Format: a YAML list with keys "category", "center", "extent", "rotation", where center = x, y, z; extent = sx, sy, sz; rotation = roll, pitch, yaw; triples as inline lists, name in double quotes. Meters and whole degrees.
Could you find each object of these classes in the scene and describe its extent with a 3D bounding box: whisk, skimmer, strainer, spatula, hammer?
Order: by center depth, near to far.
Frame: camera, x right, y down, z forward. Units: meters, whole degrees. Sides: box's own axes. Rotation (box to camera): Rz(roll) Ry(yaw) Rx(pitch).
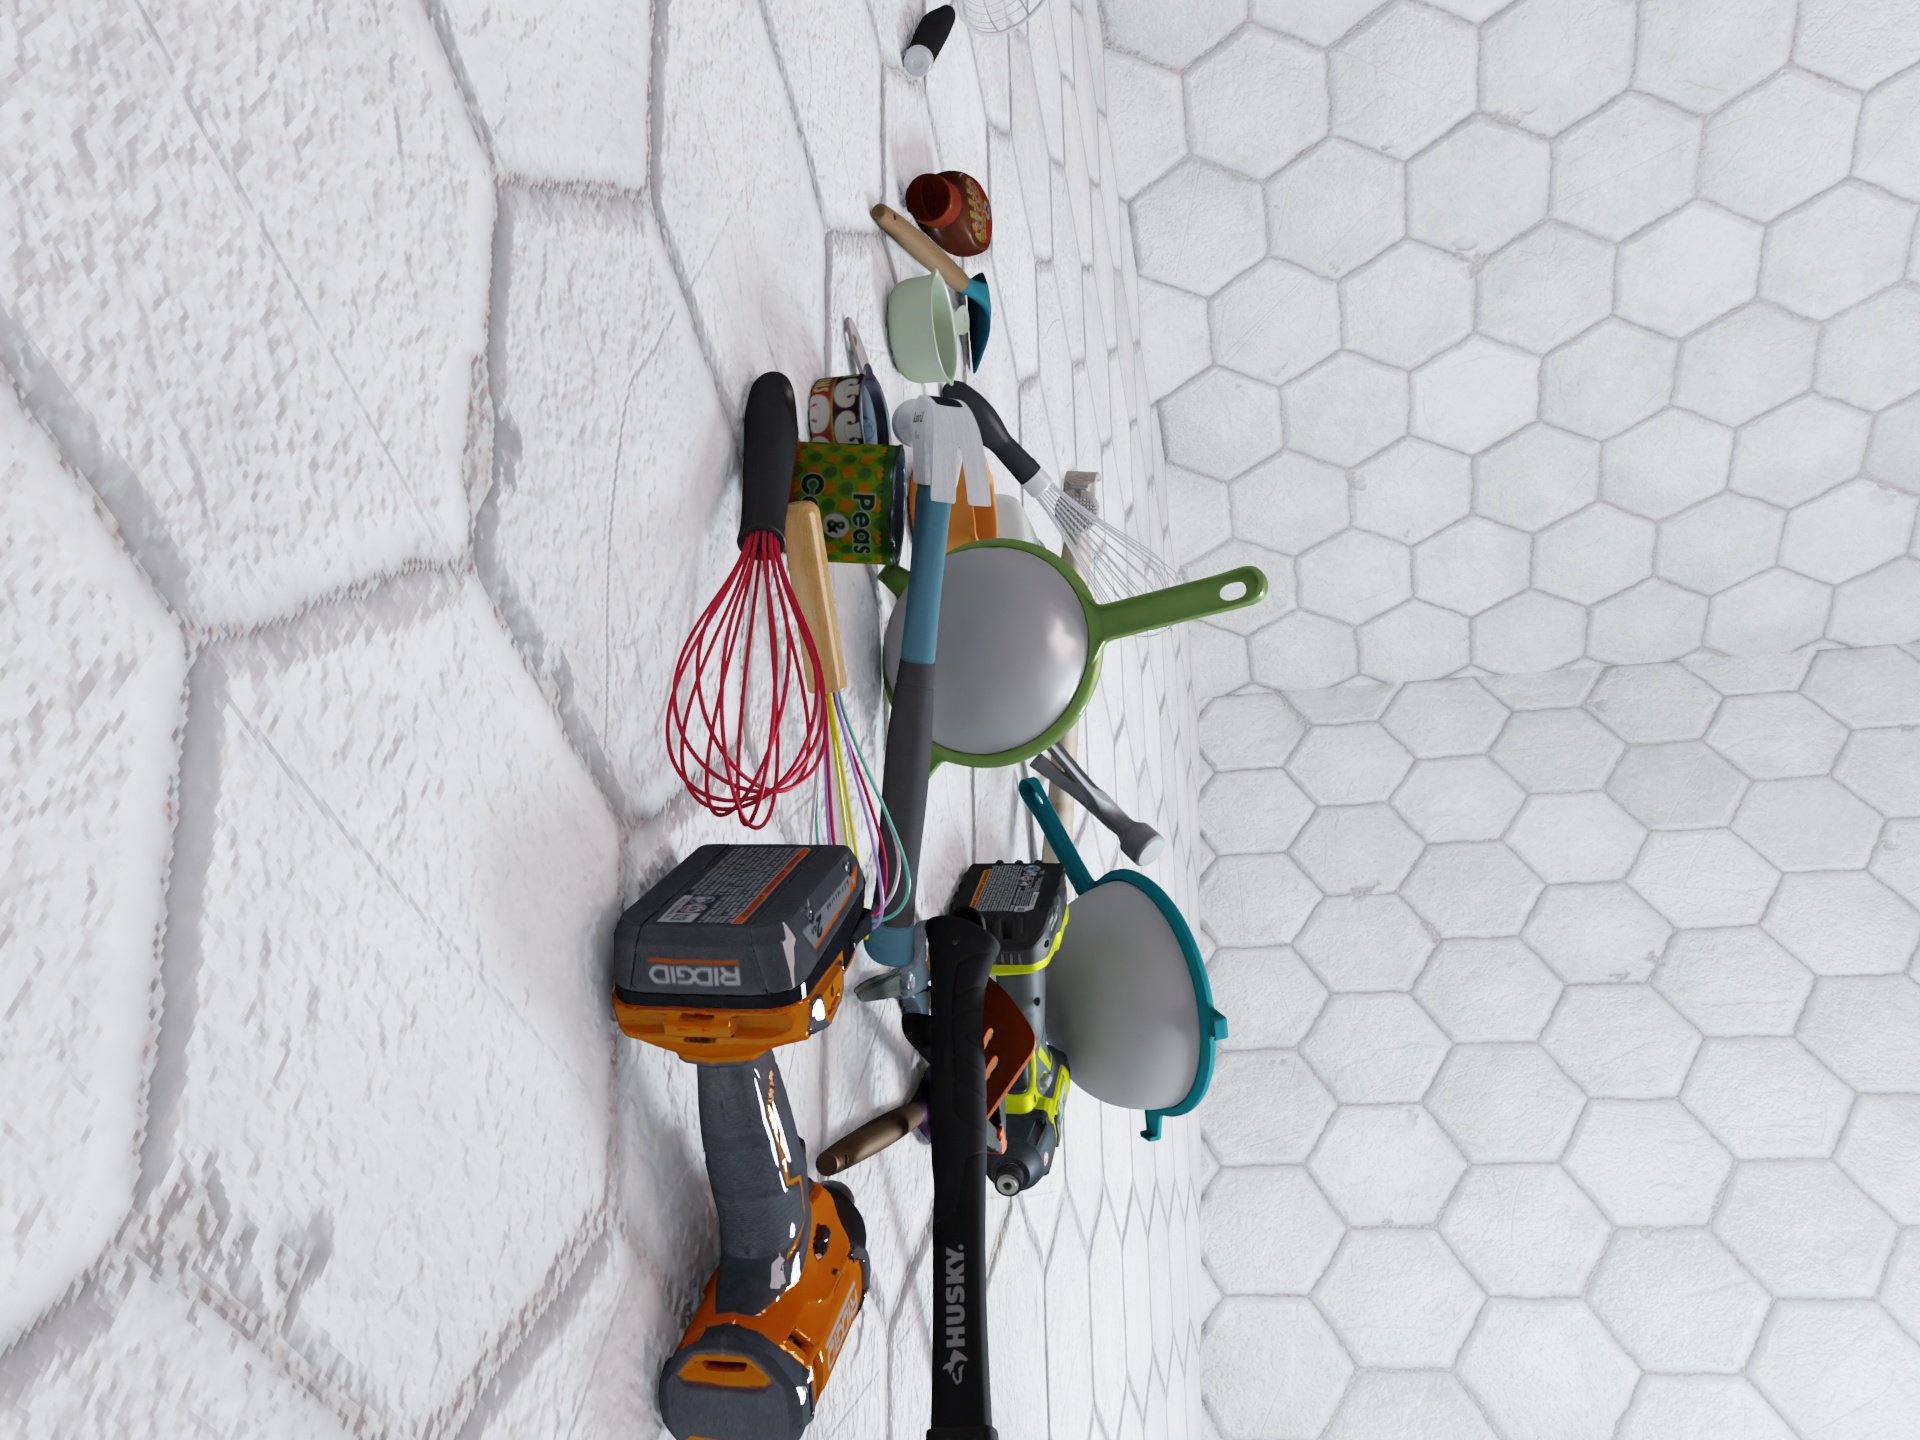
- category: "whisk"
  center: [-0.095, -0.070, 0.748]
  extent: [0.073, 0.073, 0.296]
  rotation: [71, 12, -47]
- category: "whisk"
  center: [-0.066, 0.004, 0.853]
  extent: [0.047, 0.051, 0.245]
  rotation: [-46, 131, -65]
- category: "hammer"
  center: [-0.006, 0.258, 0.859]
  extent: [0.035, 0.146, 0.335]
  rotation: [69, 17, -53]
- category: "hammer"
  center: [-0.026, -0.022, 0.926]
  extent: [0.128, 0.033, 0.331]
  rotation: [-148, -118, -72]
- category: "strainer"
  center: [0.057, -0.060, 0.975]
  extent: [0.069, 0.256, 0.151]
  rotation: [26, 54, -65]
- category: "spatula"
  center: [-0.036, 0.248, 0.977]
  extent: [0.315, 0.018, 0.060]
  rotation: [28, 58, -76]
- category: "spatula"
  center: [0.007, 0.311, 0.993]
  extent: [0.081, 0.041, 0.322]
  rotation: [41, -44, 54]
- category: "spatula"
  center: [-0.018, -0.349, 1.254]
  extent: [0.317, 0.044, 0.082]
  rotation: [2, 84, -73]
- category: "hammer"
  center: [0.049, -0.003, 1.256]
  extent: [0.144, 0.035, 0.405]
  rotation: [43, -2, 35]
- category: "whisk"
  center: [0.084, -0.175, 1.319]
  extent: [0.284, 0.070, 0.070]
  rotation: [45, 27, -16]
- category: "strainer"
  center: [0.094, 0.188, 1.365]
  extent: [0.341, 0.095, 0.210]
  rotation: [63, -29, 33]
- category: "skimmer"
  center: [0.024, -0.613, 1.372]
  extent: [0.364, 0.090, 0.127]
  rotation: [-76, -171, -49]
- category: "hammer"
  center: [0.101, -0.026, 1.483]
  extent: [0.146, 0.038, 0.410]
  rotation: [-70, 163, -69]

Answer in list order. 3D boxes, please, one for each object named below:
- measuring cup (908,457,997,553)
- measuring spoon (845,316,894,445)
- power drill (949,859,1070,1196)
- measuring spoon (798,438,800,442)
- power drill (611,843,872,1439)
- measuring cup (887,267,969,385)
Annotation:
- category: "measuring cup"
  center: [0.000, -0.119, 1.189]
  extent: [0.095, 0.052, 0.173]
  rotation: [-75, 158, -56]
- category: "measuring spoon"
  center: [-0.061, -0.202, 1.042]
  extent: [0.034, 0.018, 0.124]
  rotation: [-67, 143, -64]
- category: "power drill"
  center: [0.043, 0.233, 1.207]
  extent: [0.171, 0.080, 0.223]
  rotation: [-59, 146, -70]
- category: "measuring spoon"
  center: [-0.099, -0.122, 0.850]
  extent: [0.117, 0.011, 0.021]
  rotation: [-83, 175, -53]
- category: "power drill"
  center: [-0.080, 0.170, 0.677]
  extent: [0.164, 0.084, 0.226]
  rotation: [-50, 138, -73]
- category: "measuring cup"
  center: [-0.021, -0.294, 1.187]
  extent: [0.168, 0.038, 0.083]
  rotation: [-63, 146, -70]
